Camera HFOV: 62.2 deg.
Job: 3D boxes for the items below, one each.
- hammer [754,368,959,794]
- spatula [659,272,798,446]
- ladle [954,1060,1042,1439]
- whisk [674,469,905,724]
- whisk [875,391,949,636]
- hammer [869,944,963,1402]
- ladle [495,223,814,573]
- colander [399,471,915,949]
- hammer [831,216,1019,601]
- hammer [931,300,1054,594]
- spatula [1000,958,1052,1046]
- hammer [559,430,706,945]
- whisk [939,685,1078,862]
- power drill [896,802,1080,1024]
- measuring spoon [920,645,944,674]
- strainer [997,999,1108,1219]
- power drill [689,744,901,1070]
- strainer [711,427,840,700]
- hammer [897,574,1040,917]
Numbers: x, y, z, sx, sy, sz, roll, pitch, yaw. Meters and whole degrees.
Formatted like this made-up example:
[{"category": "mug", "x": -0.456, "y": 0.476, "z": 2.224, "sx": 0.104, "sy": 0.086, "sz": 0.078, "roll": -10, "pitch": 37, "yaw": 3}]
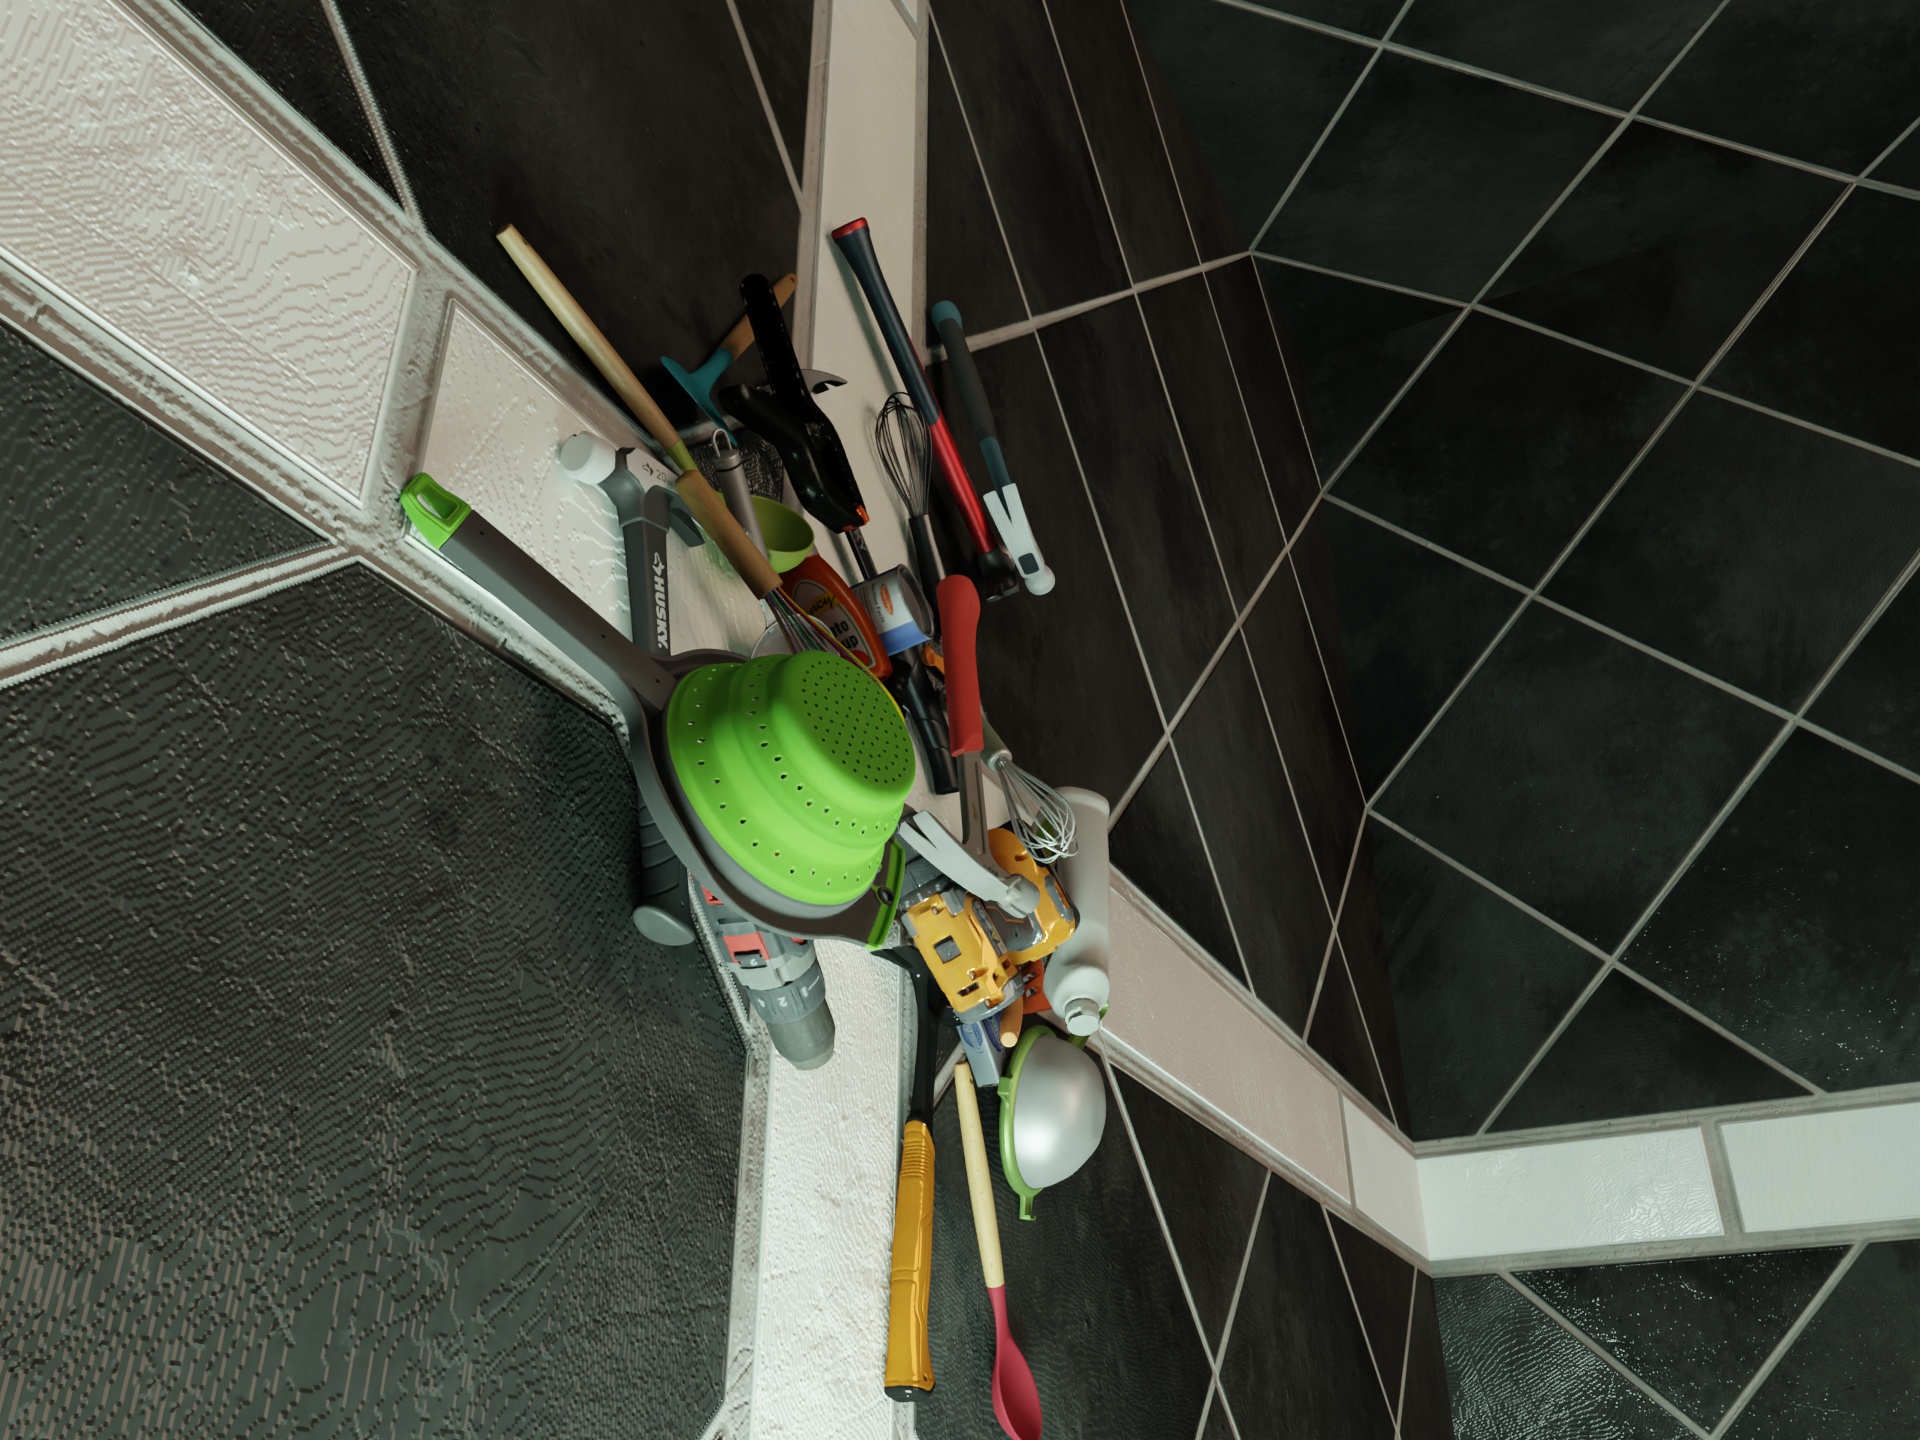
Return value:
[{"category": "hammer", "x": -0.073, "y": -0.115, "z": 1.398, "sx": 0.408, "sy": 0.036, "sz": 0.149, "roll": 68, "pitch": 24, "yaw": -17}, {"category": "spatula", "x": -0.172, "y": -0.305, "z": 1.273, "sx": 0.082, "sy": 0.044, "sz": 0.318, "roll": 49, "pitch": 31, "yaw": -20}, {"category": "ladle", "x": 0.025, "y": 0.427, "z": 1.273, "sx": 0.069, "sy": 0.031, "sz": 0.315, "roll": -21, "pitch": 103, "yaw": -71}, {"category": "whisk", "x": -0.121, "y": -0.070, "z": 1.099, "sx": 0.245, "sy": 0.047, "sz": 0.051, "roll": 53, "pitch": 19, "yaw": -1}, {"category": "whisk", "x": -0.036, "y": -0.193, "z": 1.510, "sx": 0.055, "sy": 0.055, "sz": 0.239, "roll": -29, "pitch": 107, "yaw": -65}, {"category": "hammer", "x": -0.035, "y": 0.341, "z": 1.222, "sx": 0.127, "sy": 0.034, "sz": 0.337, "roll": 48, "pitch": 36, "yaw": -48}, {"category": "ladle", "x": -0.211, "y": -0.224, "z": 1.130, "sx": 0.319, "sy": 0.062, "sz": 0.078, "roll": 53, "pitch": 15, "yaw": -36}, {"category": "colander", "x": -0.152, "y": -0.027, "z": 0.956, "sx": 0.396, "sy": 0.094, "sz": 0.205, "roll": 42, "pitch": 30, "yaw": -19}, {"category": "hammer", "x": -0.031, "y": -0.299, "z": 1.551, "sx": 0.143, "sy": 0.038, "sz": 0.386, "roll": -90, "pitch": 157, "yaw": -72}, {"category": "hammer", "x": 0.026, "y": -0.294, "z": 1.637, "sx": 0.128, "sy": 0.033, "sz": 0.331, "roll": 52, "pitch": 19, "yaw": -64}, {"category": "spatula", "x": 0.056, "y": 0.246, "z": 1.401, "sx": 0.322, "sy": 0.041, "sz": 0.081, "roll": -2, "pitch": 78, "yaw": -87}, {"category": "hammer", "x": -0.201, "y": -0.018, "z": 1.060, "sx": 0.146, "sy": 0.035, "sz": 0.335, "roll": 24, "pitch": 56, "yaw": -60}, {"category": "whisk", "x": 0.038, "y": 0.041, "z": 1.418, "sx": 0.059, "sy": 0.057, "sz": 0.247, "roll": 15, "pitch": 26, "yaw": -38}, {"category": "power drill", "x": 0.010, "y": 0.143, "z": 1.345, "sx": 0.185, "sy": 0.084, "sz": 0.226, "roll": 60, "pitch": 20, "yaw": 4}, {"category": "measuring spoon", "x": -0.012, "y": -0.044, "z": 1.523, "sx": 0.116, "sy": 0.011, "sz": 0.021, "roll": 38, "pitch": 44, "yaw": -59}, {"category": "strainer", "x": 0.112, "y": 0.329, "z": 1.461, "sx": 0.256, "sy": 0.069, "sz": 0.151, "roll": -45, "pitch": 131, "yaw": -56}, {"category": "power drill", "x": -0.108, "y": 0.111, "z": 1.108, "sx": 0.227, "sy": 0.080, "sz": 0.187, "roll": -68, "pitch": 145, "yaw": -59}, {"category": "strainer", "x": -0.143, "y": -0.095, "z": 1.165, "sx": 0.087, "sy": 0.050, "sz": 0.258, "roll": -36, "pitch": 128, "yaw": -32}, {"category": "hammer", "x": -0.002, "y": -0.004, "z": 1.361, "sx": 0.149, "sy": 0.036, "sz": 0.359, "roll": 40, "pitch": 30, "yaw": -35}]
